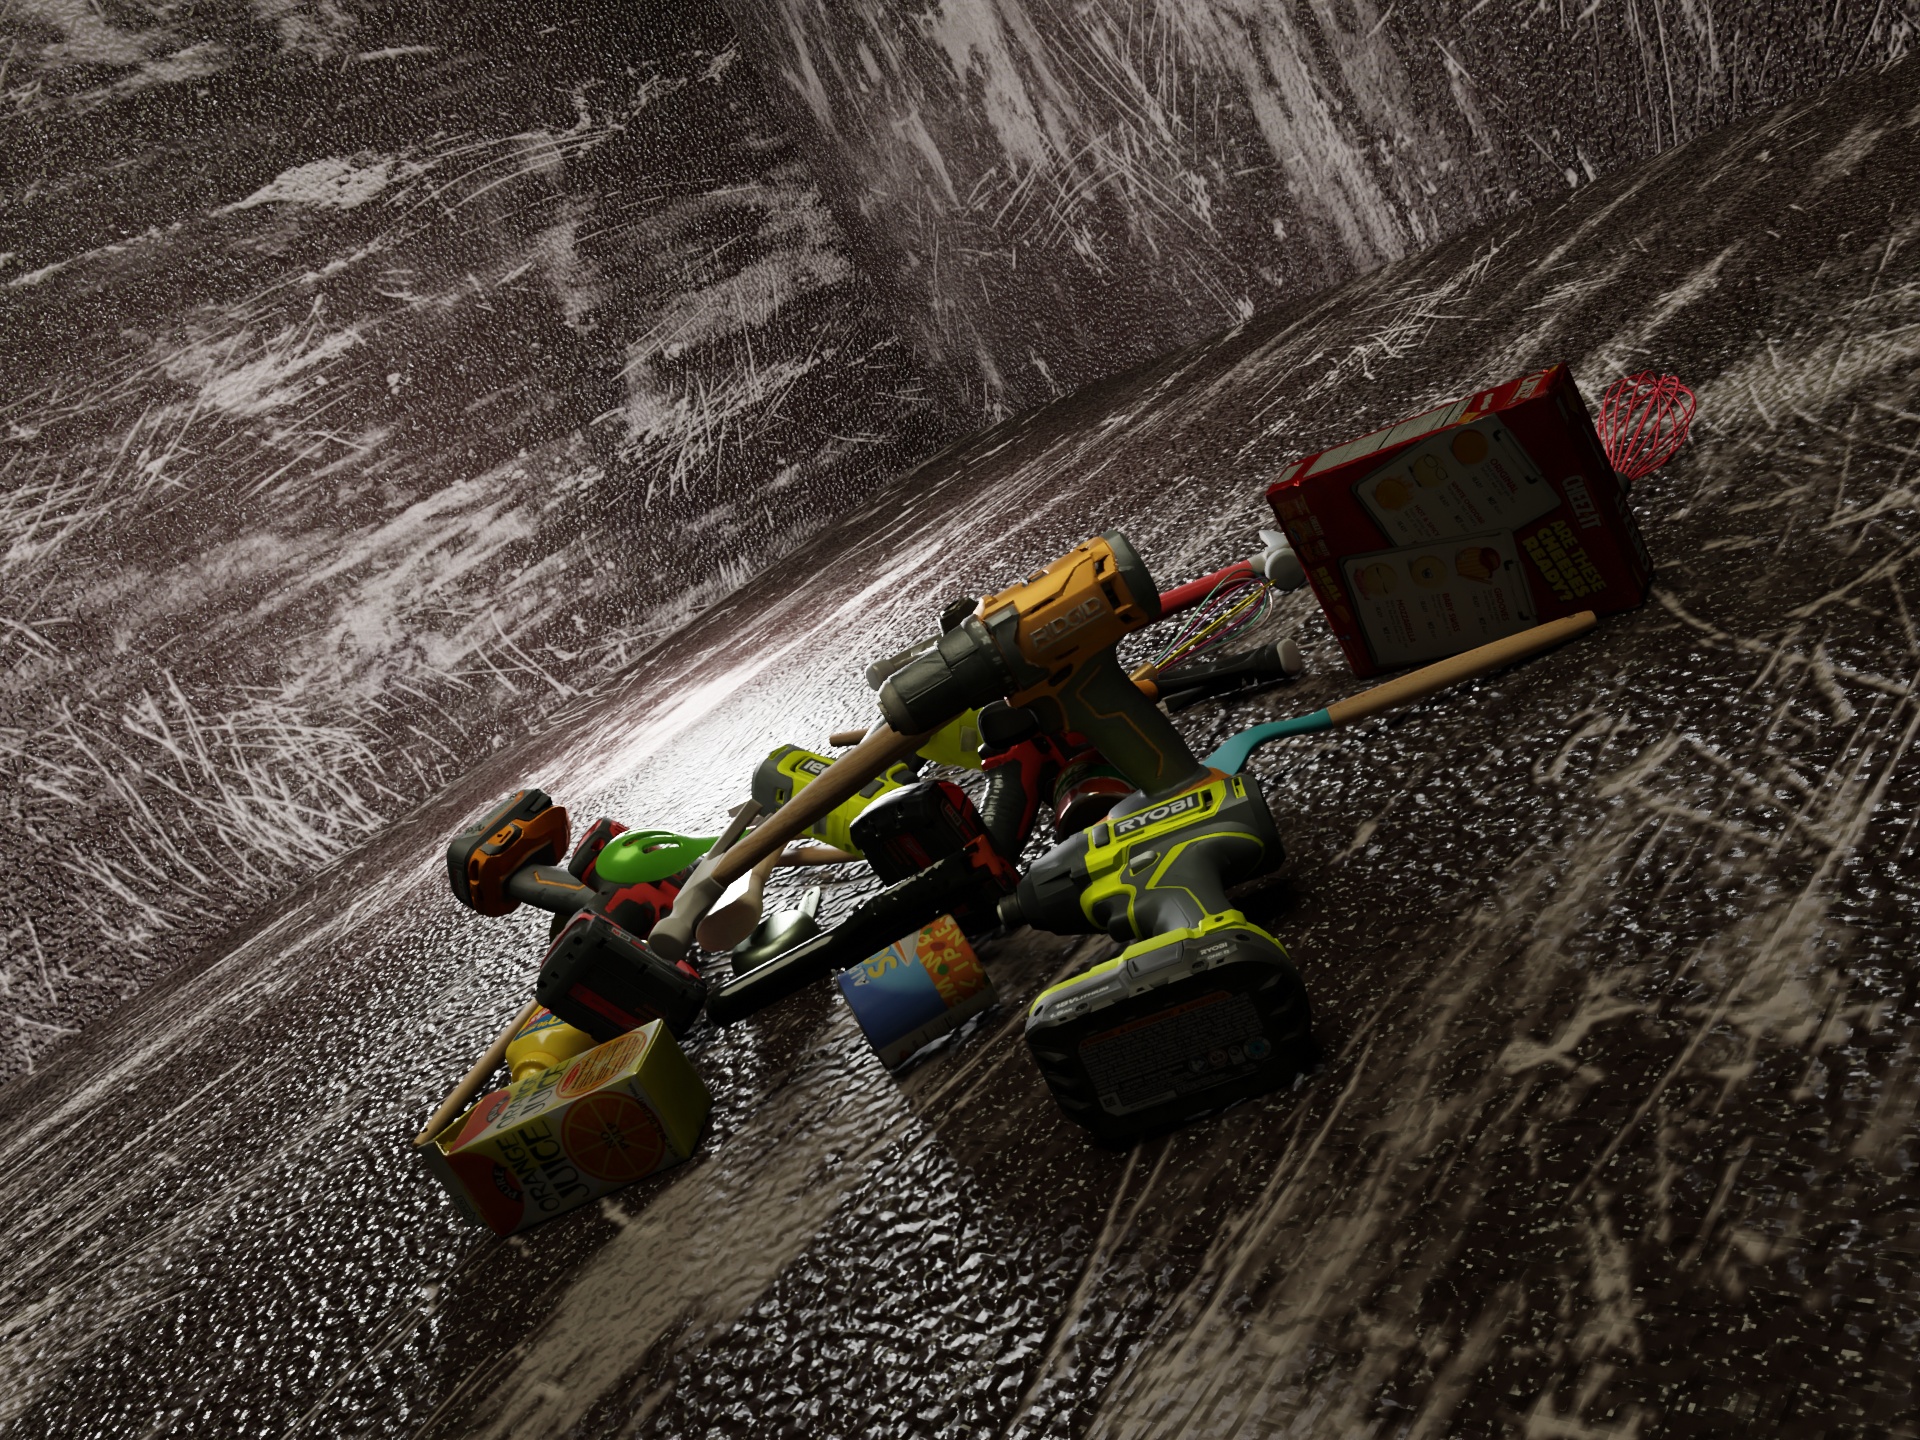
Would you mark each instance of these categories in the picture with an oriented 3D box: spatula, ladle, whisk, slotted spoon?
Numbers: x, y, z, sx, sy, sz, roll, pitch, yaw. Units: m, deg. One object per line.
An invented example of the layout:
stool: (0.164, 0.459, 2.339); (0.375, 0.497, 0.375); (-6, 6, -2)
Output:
spatula: (-0.164, 0.128, 1.483); (0.060, 0.018, 0.316); (-37, 16, -34)
ladle: (-0.392, 0.258, 1.404); (0.078, 0.062, 0.320); (-12, 24, 25)
whisk: (0.187, -0.058, 1.403); (0.245, 0.051, 0.047); (-36, 22, -14)
whisk: (0.508, -0.192, 1.226); (0.073, 0.073, 0.296); (-15, 26, 44)
spatula: (0.281, -0.002, 1.087); (0.317, 0.044, 0.082); (-22, 15, 9)
slotted spoon: (-0.156, 0.092, 1.321); (0.313, 0.031, 0.070); (-7, 26, -40)

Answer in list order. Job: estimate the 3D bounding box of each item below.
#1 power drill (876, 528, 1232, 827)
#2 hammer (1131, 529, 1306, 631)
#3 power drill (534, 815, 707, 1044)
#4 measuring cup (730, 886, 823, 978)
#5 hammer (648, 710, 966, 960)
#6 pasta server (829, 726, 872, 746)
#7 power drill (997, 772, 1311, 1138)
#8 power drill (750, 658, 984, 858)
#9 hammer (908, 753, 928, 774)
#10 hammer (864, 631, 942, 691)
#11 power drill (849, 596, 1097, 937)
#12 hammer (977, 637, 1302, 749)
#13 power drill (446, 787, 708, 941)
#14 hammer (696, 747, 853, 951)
power drill: (0.071, 0.019, 1.000); (0.185, 0.226, 0.084); (-30, 15, -3)
hammer: (0.139, -0.091, 1.541); (0.386, 0.038, 0.143); (-22, 14, 7)
power drill: (-0.255, 0.171, 1.275); (0.078, 0.143, 0.220); (-49, 17, 15)
measuring cup: (-0.139, 0.162, 1.278); (0.083, 0.038, 0.168); (-25, 17, 14)
hammer: (-0.104, 0.058, 1.126); (0.331, 0.031, 0.130); (-37, 17, 38)
pasta server: (-0.002, -0.005, 1.486); (0.316, 0.040, 0.060); (-8, 10, 36)
power drill: (0.100, 0.119, 0.865); (0.171, 0.080, 0.223); (-22, 20, 11)
power drill: (-0.037, 0.042, 1.334); (0.191, 0.080, 0.228); (20, 35, 24)
hammer: (-0.021, 0.001, 1.606); (0.146, 0.035, 0.335); (-19, 18, 32)
hammer: (0.045, -0.096, 1.577); (0.149, 0.036, 0.359); (-27, 6, -31)
power drill: (0.012, 0.030, 1.166); (0.080, 0.187, 0.227); (-24, 18, 41)
hammer: (0.120, -0.016, 1.171); (0.127, 0.034, 0.336); (-17, -3, 39)
power drill: (-0.337, 0.144, 1.465); (0.226, 0.084, 0.164); (21, 40, 21)
hammer: (-0.180, 0.119, 1.414); (0.146, 0.038, 0.411); (-26, 10, 10)
